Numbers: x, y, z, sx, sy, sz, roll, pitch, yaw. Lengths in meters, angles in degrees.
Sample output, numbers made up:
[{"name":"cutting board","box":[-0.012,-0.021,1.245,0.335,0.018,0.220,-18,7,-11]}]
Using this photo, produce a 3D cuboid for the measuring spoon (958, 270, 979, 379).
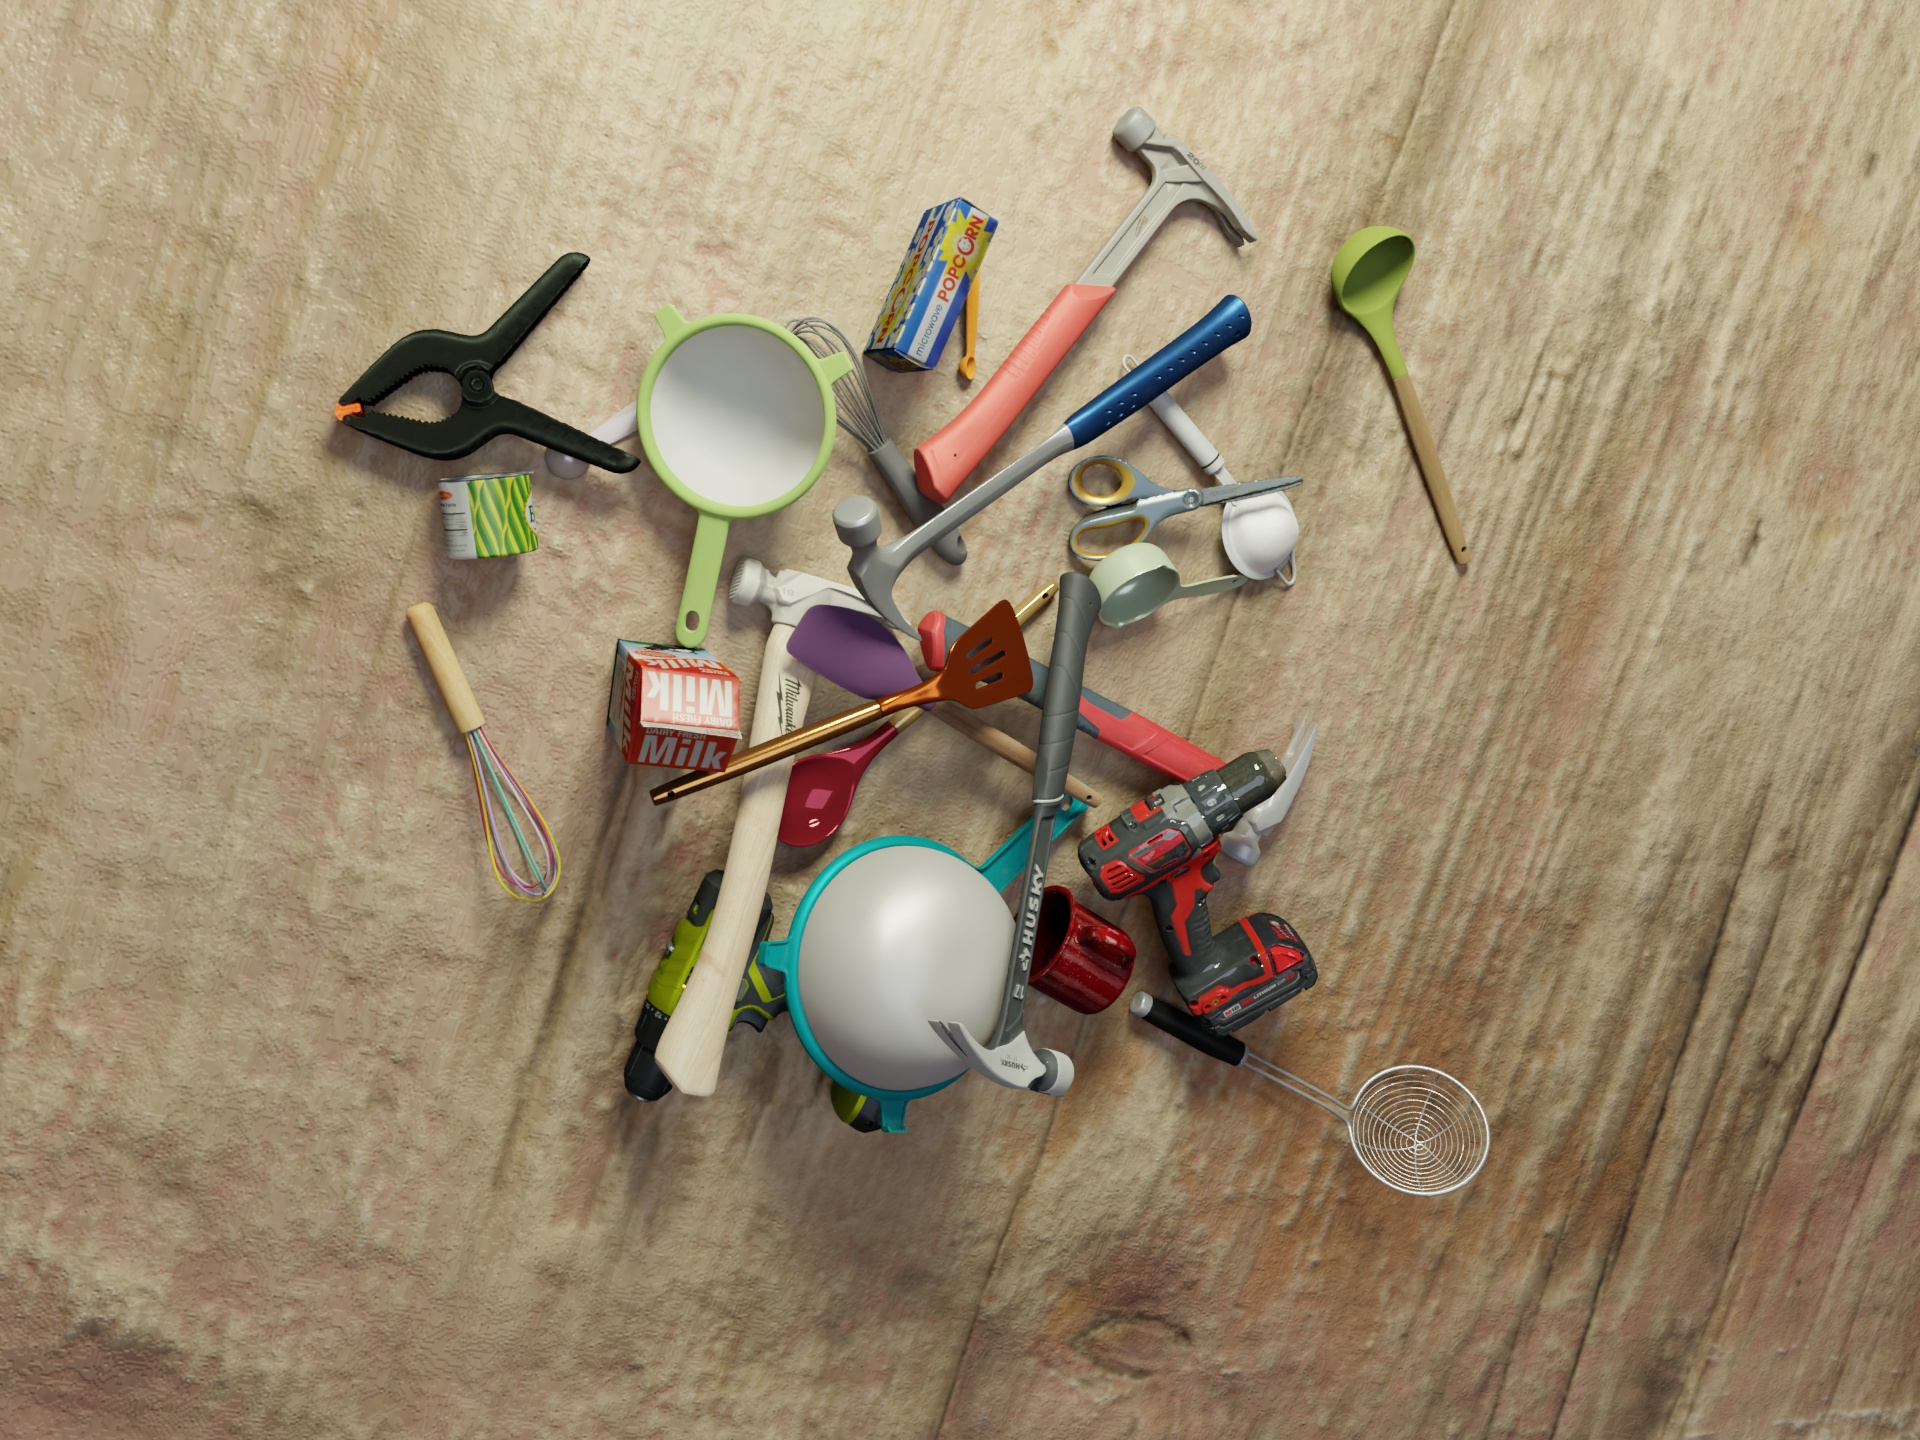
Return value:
[{"name":"measuring spoon","box":[0.006,-0.334,1.279,0.011,0.021,0.117,6,100,24]}]

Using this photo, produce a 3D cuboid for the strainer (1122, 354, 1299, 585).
[{"name":"strainer","box":[0.221,-0.213,1.359,0.258,0.050,0.087,46,68,-16]}]

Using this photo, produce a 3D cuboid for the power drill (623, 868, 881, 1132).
[{"name":"power drill","box":[-0.148,0.249,1.302,0.228,0.080,0.190,25,90,-18]}]

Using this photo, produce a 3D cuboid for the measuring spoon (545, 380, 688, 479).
[{"name":"measuring spoon","box":[-0.259,-0.224,1.209,0.124,0.018,0.034,-34,108,-10]}]

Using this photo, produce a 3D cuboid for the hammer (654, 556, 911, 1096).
[{"name":"hammer","box":[-0.151,0.087,1.242,0.146,0.038,0.411,16,81,-20]}]

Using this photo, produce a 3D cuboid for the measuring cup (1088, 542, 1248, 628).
[{"name":"measuring cup","box":[0.178,-0.123,1.359,0.167,0.083,0.038,-10,59,-35]}]

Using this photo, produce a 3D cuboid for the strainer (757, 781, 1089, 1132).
[{"name":"strainer","box":[0.017,0.156,1.273,0.340,0.095,0.211,-42,107,-28]}]

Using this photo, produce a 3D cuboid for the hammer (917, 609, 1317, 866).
[{"name":"hammer","box":[0.136,-0.011,1.354,0.386,0.038,0.143,27,89,-24]}]

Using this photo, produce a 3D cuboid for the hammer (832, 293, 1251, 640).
[{"name":"hammer","box":[0.077,-0.215,1.261,0.405,0.035,0.143,-37,142,-18]}]

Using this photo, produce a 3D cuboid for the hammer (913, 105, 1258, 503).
[{"name":"hammer","box":[0.089,-0.314,1.280,0.149,0.037,0.359,41,79,-20]}]

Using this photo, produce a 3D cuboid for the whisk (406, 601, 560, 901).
[{"name":"whisk","box":[-0.365,0.027,1.209,0.047,0.051,0.245,-22,103,-7]}]

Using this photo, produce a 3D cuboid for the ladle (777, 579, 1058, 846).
[{"name":"ladle","box":[-0.037,-0.012,1.317,0.315,0.031,0.069,-41,111,-9]}]

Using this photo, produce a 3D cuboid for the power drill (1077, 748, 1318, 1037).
[{"name":"power drill","box":[0.227,0.143,1.372,0.188,0.080,0.226,-31,116,4]}]

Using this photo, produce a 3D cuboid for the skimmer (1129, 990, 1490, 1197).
[{"name":"skimmer","box":[0.323,0.326,1.462,0.363,0.090,0.127,29,58,-18]}]

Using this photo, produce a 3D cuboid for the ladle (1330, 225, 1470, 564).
[{"name":"ladle","box":[0.401,-0.278,1.397,0.078,0.062,0.320,-29,110,-9]}]

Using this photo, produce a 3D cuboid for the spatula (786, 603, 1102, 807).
[{"name":"spatula","box":[-0.002,-0.004,1.289,0.315,0.018,0.060,32,95,-27]}]

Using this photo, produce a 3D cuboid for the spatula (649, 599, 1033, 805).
[{"name":"spatula","box":[-0.087,-0.002,1.232,0.322,0.041,0.081,-22,108,-13]}]

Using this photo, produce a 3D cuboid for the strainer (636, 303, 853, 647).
[{"name":"strainer","box":[-0.177,-0.183,1.220,0.151,0.069,0.256,16,107,2]}]

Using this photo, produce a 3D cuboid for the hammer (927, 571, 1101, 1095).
[{"name":"hammer","box":[0.061,0.078,1.242,0.149,0.036,0.409,27,67,-46]}]

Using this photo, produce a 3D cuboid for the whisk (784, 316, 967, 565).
[{"name":"whisk","box":[-0.064,-0.218,1.263,0.055,0.055,0.238,-40,114,-8]}]
